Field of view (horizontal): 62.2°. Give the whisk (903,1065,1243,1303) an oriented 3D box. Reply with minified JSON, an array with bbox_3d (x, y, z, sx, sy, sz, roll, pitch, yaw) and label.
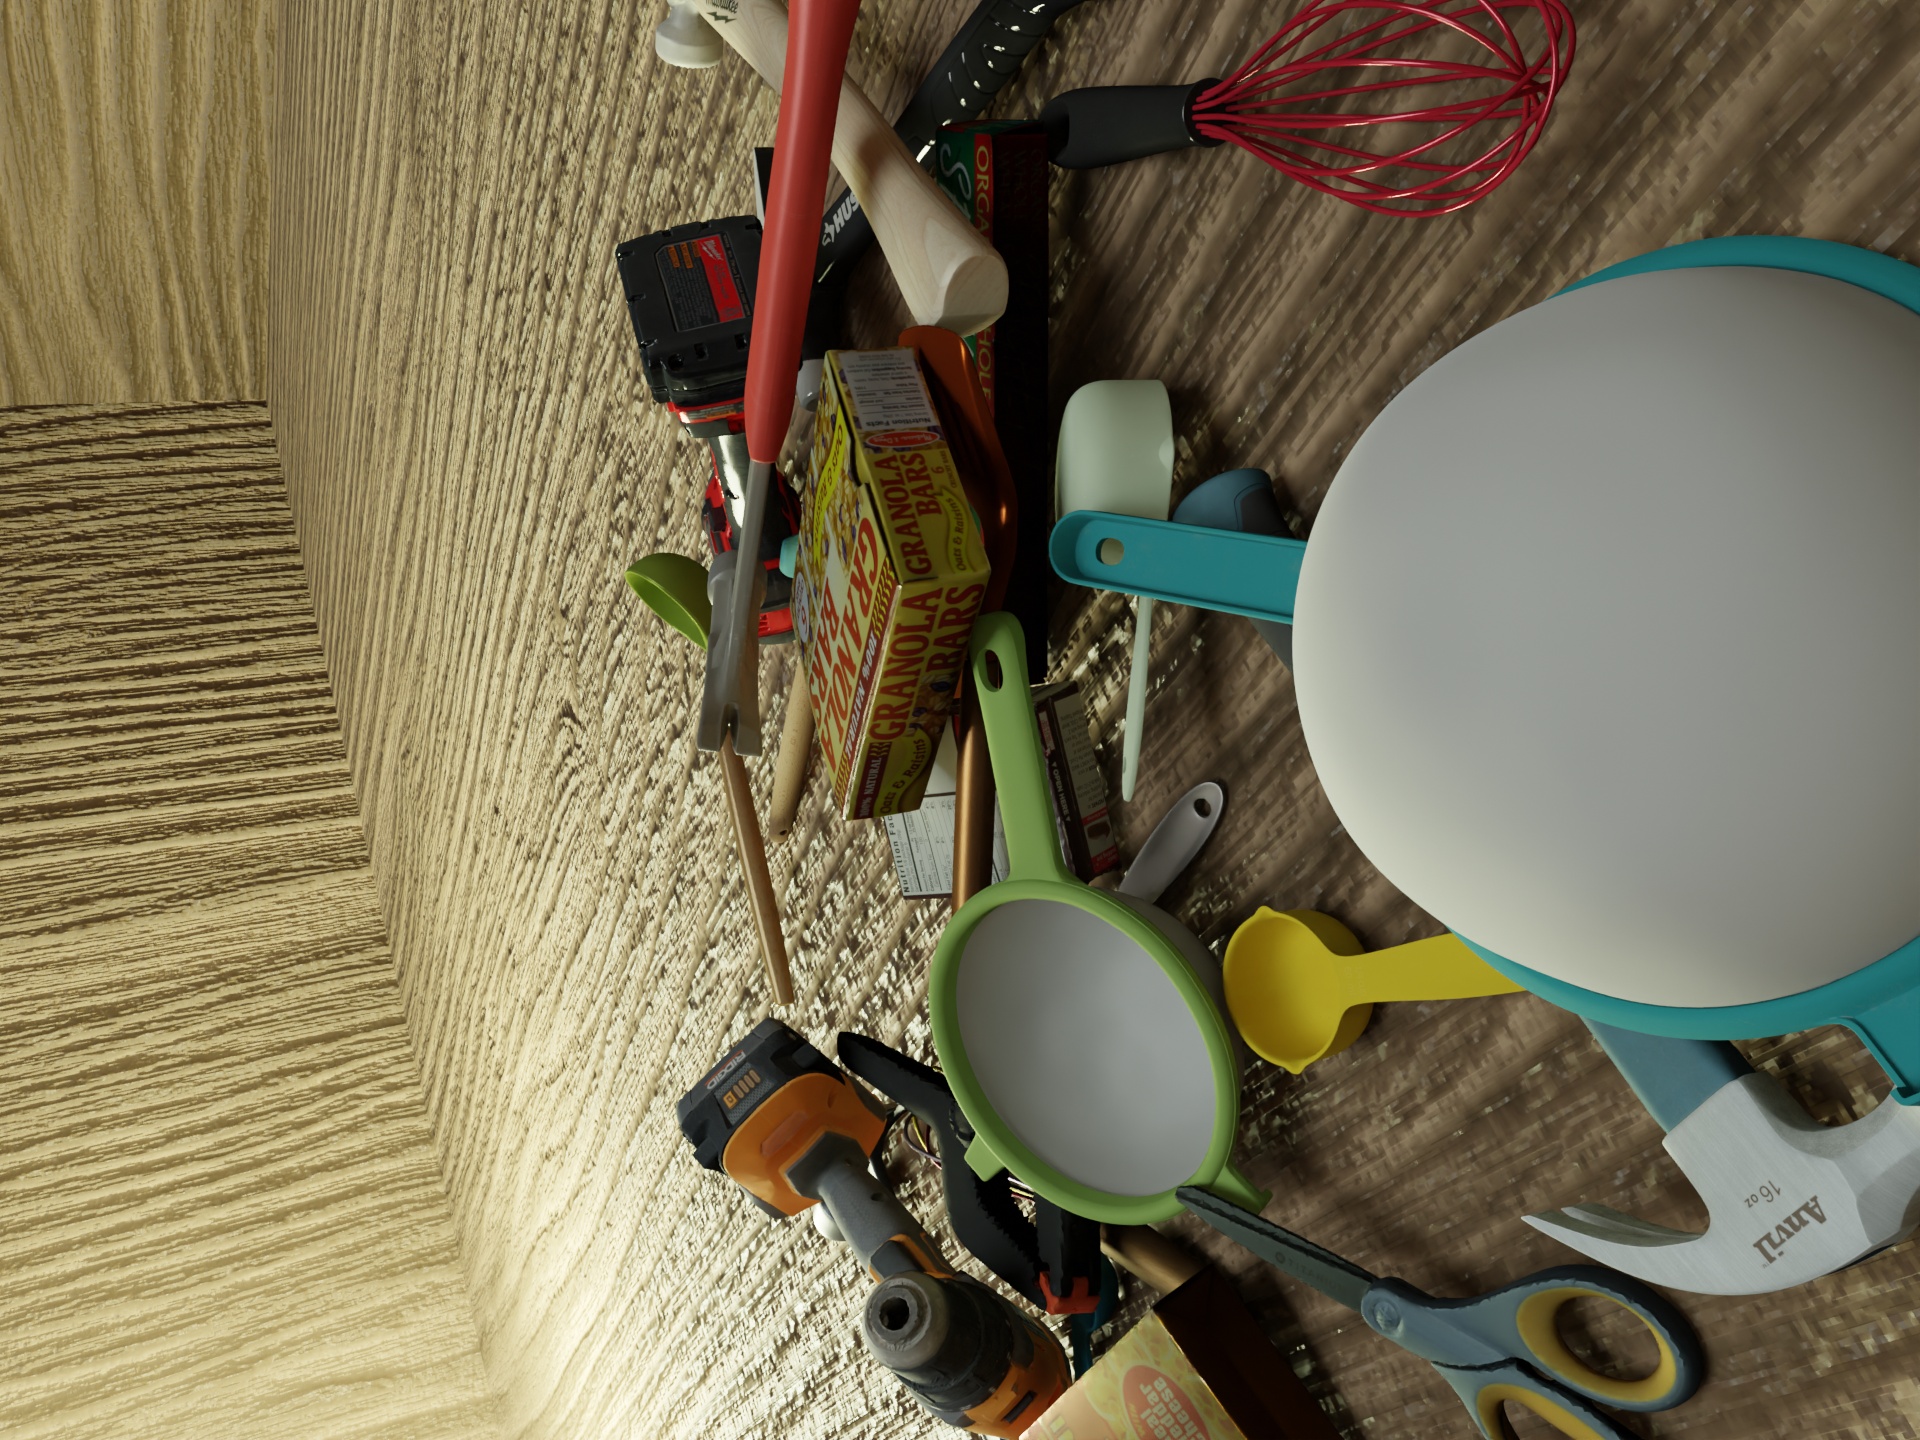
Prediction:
[{"bbox_3d":[0.045,0.229,0.768,0.245,0.051,0.047,19,79,53],"label":"whisk"}]

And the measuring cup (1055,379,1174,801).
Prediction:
[{"bbox_3d":[0.056,-0.053,0.627,0.083,0.038,0.167,134,140,-83],"label":"measuring cup"}]

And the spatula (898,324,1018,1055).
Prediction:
[{"bbox_3d":[-0.001,-0.002,0.678,0.081,0.041,0.322,-146,56,-65],"label":"spatula"}]

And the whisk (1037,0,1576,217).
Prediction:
[{"bbox_3d":[0.097,-0.211,0.550,0.296,0.073,0.073,-146,54,-61],"label":"whisk"}]

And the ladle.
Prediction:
[{"bbox_3d":[-0.164,0.036,1.062,0.078,0.062,0.320,108,148,-74],"label":"ladle"}]

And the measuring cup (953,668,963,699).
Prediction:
[{"bbox_3d":[-0.019,-0.061,0.799,0.095,0.052,0.173,57,141,37],"label":"measuring cup"}]

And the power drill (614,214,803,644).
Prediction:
[{"bbox_3d":[-0.125,-0.159,0.886,0.219,0.078,0.143,85,168,-53],"label":"power drill"}]

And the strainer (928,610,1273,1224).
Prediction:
[{"bbox_3d":[0.052,0.076,0.659,0.151,0.069,0.256,-5,100,42],"label":"strainer"}]

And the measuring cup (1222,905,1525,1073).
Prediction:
[{"bbox_3d":[0.158,0.087,0.555,0.156,0.029,0.062,-20,76,49],"label":"measuring cup"}]

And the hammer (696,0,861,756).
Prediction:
[{"bbox_3d":[-0.082,-0.161,0.701,0.149,0.036,0.358,-98,18,-52],"label":"hammer"}]

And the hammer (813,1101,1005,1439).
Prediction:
[{"bbox_3d":[0.024,0.386,0.853,0.409,0.036,0.149,56,141,37],"label":"hammer"}]

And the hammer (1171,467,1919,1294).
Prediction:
[{"bbox_3d":[0.161,0.026,0.504,0.128,0.033,0.331,-59,43,32],"label":"hammer"}]

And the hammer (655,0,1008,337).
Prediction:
[{"bbox_3d":[-0.072,-0.312,0.749,0.146,0.038,0.411,102,149,-41],"label":"hammer"}]

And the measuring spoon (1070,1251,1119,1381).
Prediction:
[{"bbox_3d":[0.068,0.308,0.778,0.042,0.021,0.128,-139,39,-60],"label":"measuring spoon"}]

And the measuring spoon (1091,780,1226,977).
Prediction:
[{"bbox_3d":[0.085,0.066,0.686,0.034,0.018,0.124,48,132,20],"label":"measuring spoon"}]

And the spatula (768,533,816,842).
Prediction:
[{"bbox_3d":[-0.087,-0.016,0.930,0.317,0.082,0.044,107,144,-48],"label":"spatula"}]

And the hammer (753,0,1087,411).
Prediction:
[{"bbox_3d":[-0.023,-0.282,0.764,0.335,0.035,0.146,-28,73,59],"label":"hammer"}]

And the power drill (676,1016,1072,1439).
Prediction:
[{"bbox_3d":[-0.048,0.251,0.787,0.226,0.084,0.185,42,171,34],"label":"power drill"}]

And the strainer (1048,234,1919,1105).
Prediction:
[{"bbox_3d":[0.118,-0.036,0.449,0.341,0.095,0.211,17,101,49],"label":"strainer"}]
